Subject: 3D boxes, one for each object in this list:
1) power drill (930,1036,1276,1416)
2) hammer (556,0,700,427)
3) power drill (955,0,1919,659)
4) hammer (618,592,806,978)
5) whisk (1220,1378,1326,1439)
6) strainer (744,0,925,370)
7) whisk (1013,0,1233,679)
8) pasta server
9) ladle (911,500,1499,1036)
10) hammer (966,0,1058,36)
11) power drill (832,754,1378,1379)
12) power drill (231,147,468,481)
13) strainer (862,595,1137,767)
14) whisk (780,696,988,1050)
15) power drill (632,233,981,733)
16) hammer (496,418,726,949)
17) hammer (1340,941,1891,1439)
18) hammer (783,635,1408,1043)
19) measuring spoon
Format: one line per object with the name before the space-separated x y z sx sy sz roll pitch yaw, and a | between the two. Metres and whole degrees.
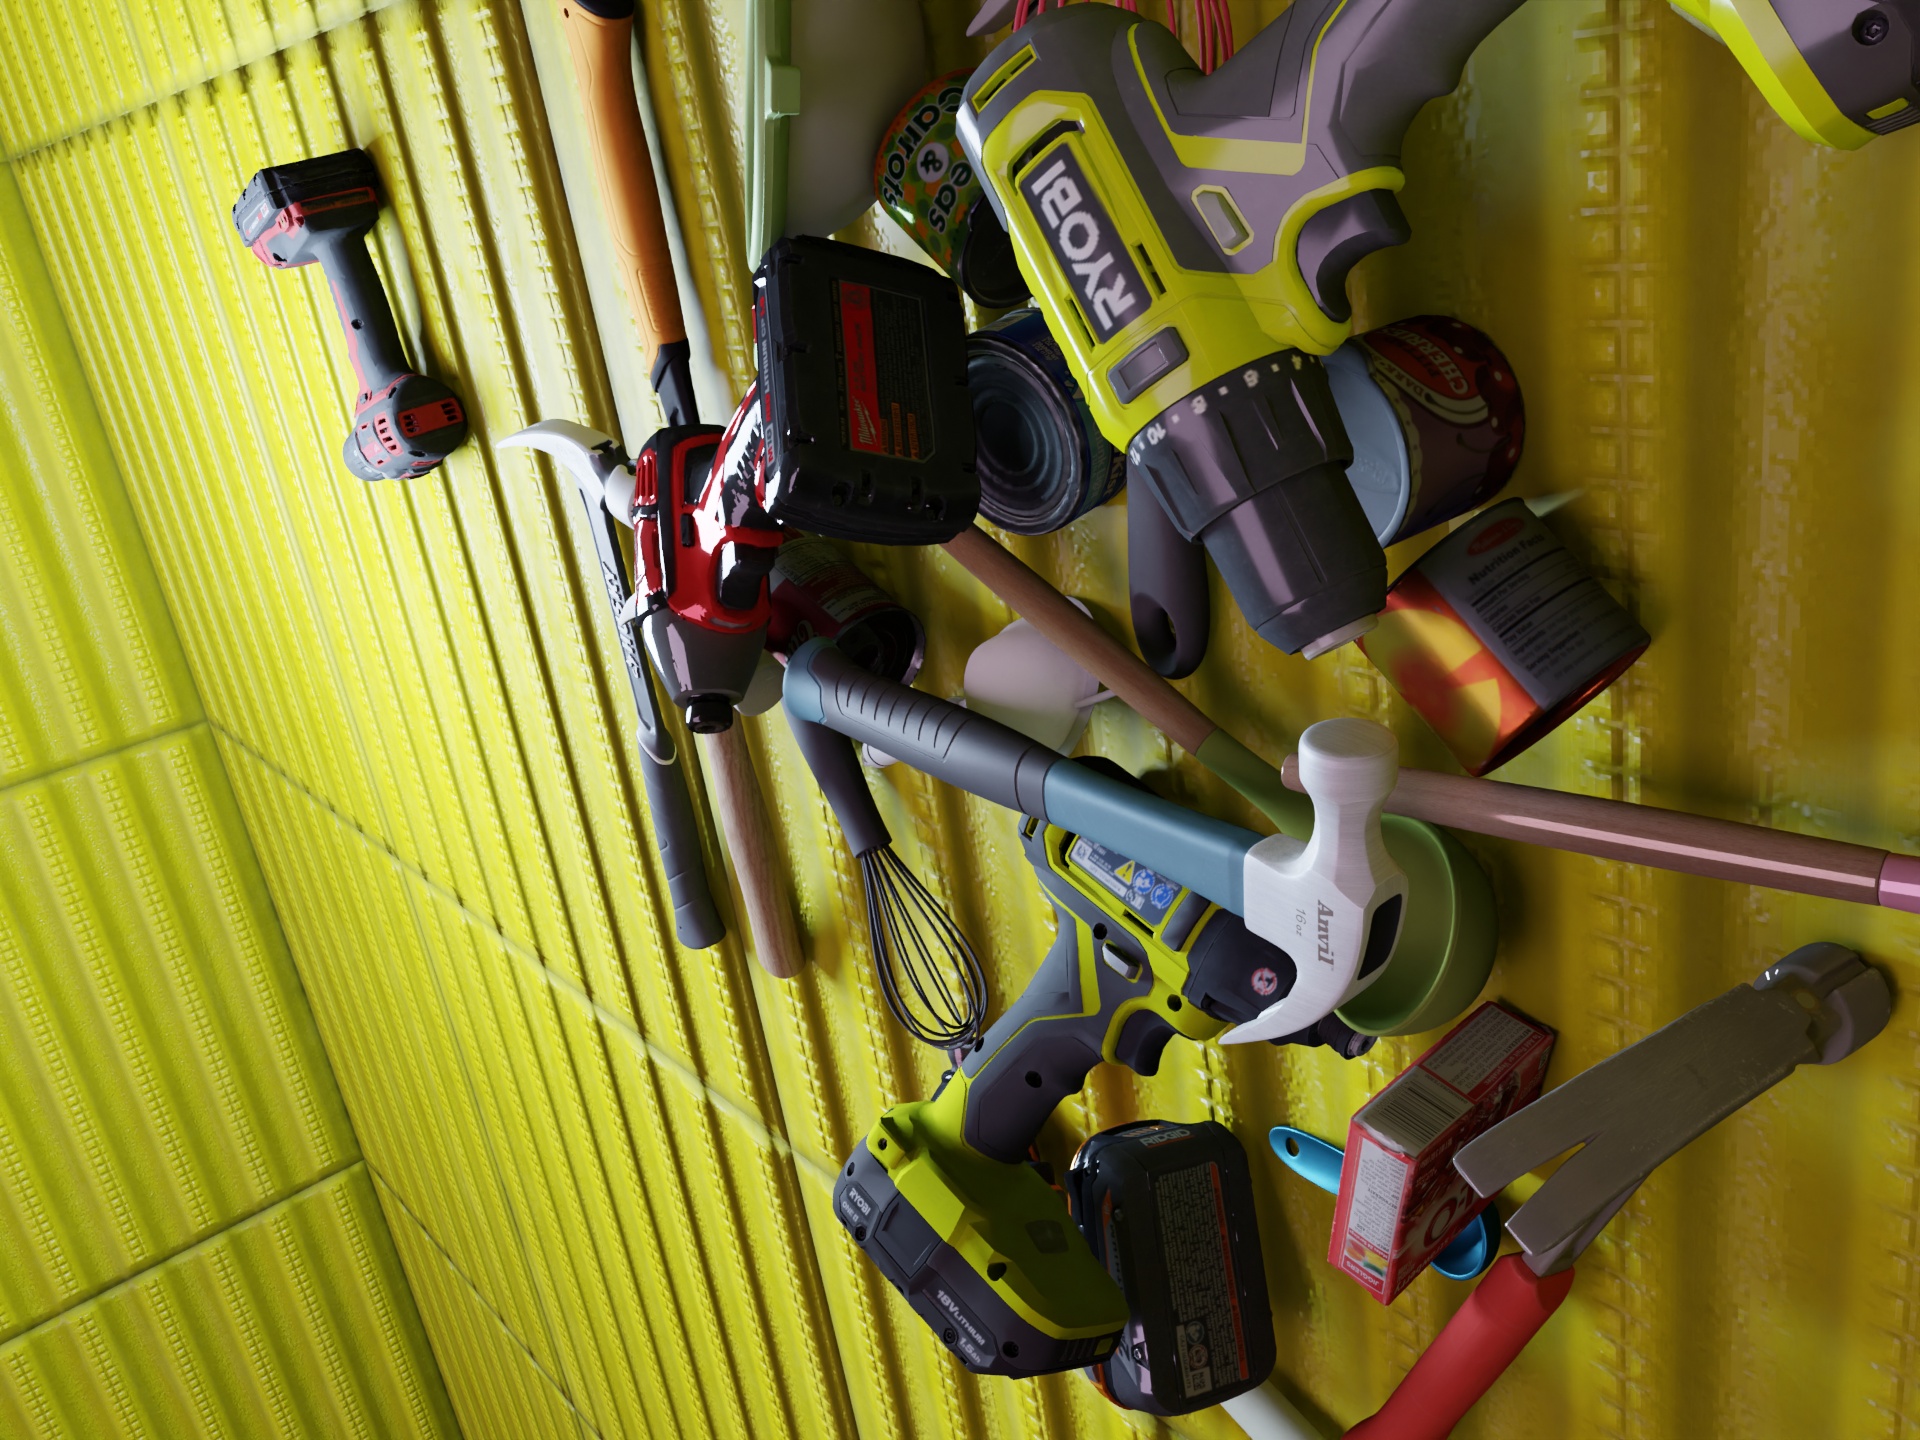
power drill | 0.050 0.242 0.792 0.226 0.084 0.164 -18 78 61
hammer | -0.165 -0.215 0.856 0.127 0.034 0.336 16 123 48
power drill | 0.118 -0.139 0.400 0.228 0.080 0.190 -32 81 39
hammer | -0.126 0.045 0.901 0.130 0.031 0.331 43 154 32
whisk | 0.171 0.352 0.737 0.247 0.059 0.058 39 102 40
strainer | -0.055 -0.228 0.665 0.256 0.069 0.152 106 162 -65
whisk | 0.066 -0.141 0.561 0.073 0.073 0.295 28 138 44
pasta server | 0.222 0.043 0.438 0.316 0.040 0.060 11 134 43
ladle | 0.068 -0.005 0.606 0.320 0.062 0.078 42 124 22
hammer | -0.046 -0.389 0.577 0.335 0.035 0.146 50 143 24
power drill | 0.056 0.148 0.653 0.171 0.080 0.223 38 102 38
power drill | -0.453 -0.286 1.183 0.188 0.080 0.226 -3 111 56
strainer | -0.001 -0.002 0.744 0.258 0.050 0.087 156 125 -64
whisk | -0.048 0.069 0.862 0.239 0.055 0.055 65 147 12
power drill | -0.080 -0.088 0.664 0.219 0.078 0.143 -33 57 55
hammer | -0.197 -0.003 0.989 0.149 0.036 0.408 33 143 35
hammer | 0.185 0.211 0.556 0.037 0.149 0.358 52 152 33
hammer | 0.030 0.022 0.619 0.331 0.033 0.128 23 127 47
measuring spoon | 0.175 0.189 0.654 0.129 0.021 0.042 10 105 62
